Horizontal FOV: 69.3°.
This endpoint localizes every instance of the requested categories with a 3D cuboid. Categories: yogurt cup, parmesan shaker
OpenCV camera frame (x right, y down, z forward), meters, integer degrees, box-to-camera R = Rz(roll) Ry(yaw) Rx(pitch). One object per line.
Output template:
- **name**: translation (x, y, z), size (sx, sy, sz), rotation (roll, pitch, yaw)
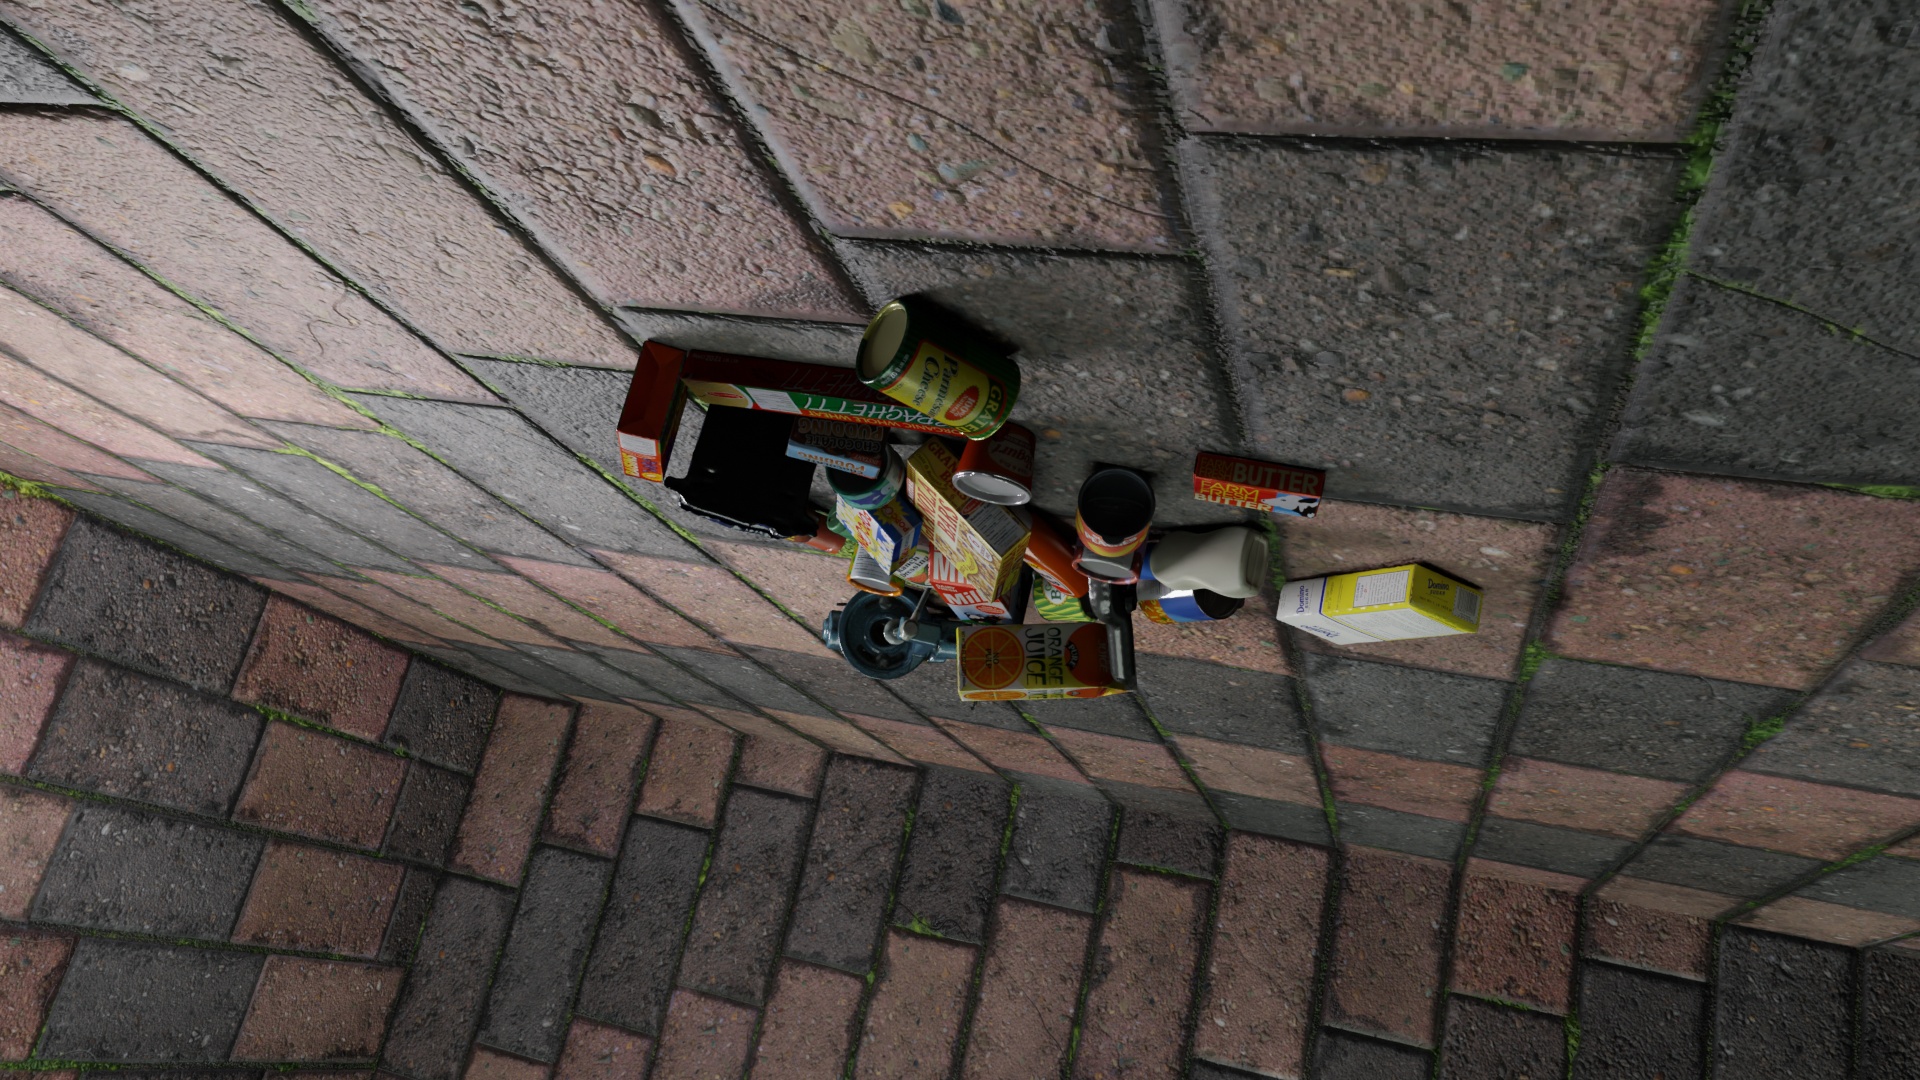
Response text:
- **yogurt cup**: translation (0.032, -0.066, 1.172), size (0.072, 0.054, 0.072), rotation (12, 163, 4)
- **parmesan shaker**: translation (-0.018, -0.121, 1.005), size (0.103, 0.071, 0.071), rotation (24, 160, -32)

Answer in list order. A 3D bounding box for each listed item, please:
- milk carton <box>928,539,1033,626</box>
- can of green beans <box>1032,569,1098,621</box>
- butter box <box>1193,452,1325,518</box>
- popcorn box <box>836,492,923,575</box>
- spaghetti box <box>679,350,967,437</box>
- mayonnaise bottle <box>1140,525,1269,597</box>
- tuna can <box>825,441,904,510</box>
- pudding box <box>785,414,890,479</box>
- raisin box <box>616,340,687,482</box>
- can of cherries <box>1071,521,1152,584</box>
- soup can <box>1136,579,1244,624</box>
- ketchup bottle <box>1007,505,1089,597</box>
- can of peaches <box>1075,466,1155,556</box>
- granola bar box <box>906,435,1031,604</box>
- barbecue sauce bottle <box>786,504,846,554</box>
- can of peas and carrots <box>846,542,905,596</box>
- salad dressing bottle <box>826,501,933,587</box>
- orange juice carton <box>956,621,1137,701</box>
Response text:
- **milk carton**: translation (0.021, 0.032, 1.468), size (0.072, 0.073, 0.190), rotation (8, 162, 18)
- **can of green beans**: translation (0.118, 0.053, 1.471), size (0.058, 0.071, 0.071), rotation (-1, 158, 39)
- **butter box**: translation (0.241, -0.045, 1.130), size (0.103, 0.024, 0.053), rotation (10, 164, 11)
- **popcorn box**: translation (-0.081, -0.021, 1.365), size (0.085, 0.038, 0.126), rotation (47, 166, 8)
- **spaghetti box**: translation (-0.108, -0.121, 1.146), size (0.250, 0.029, 0.050), rotation (9, 163, 16)
- **mayonnaise bottle**: translation (0.217, 0.019, 1.299), size (0.041, 0.065, 0.148), rotation (23, 165, -39)
- **tuna can**: translation (-0.089, -0.063, 1.253), size (0.071, 0.071, 0.032), rotation (7, 160, 21)
- **pudding box**: translation (-0.107, -0.089, 1.214), size (0.084, 0.050, 0.030), rotation (15, 161, -6)
- **raisin box**: translation (-0.268, -0.109, 1.211), size (0.040, 0.086, 0.123), rotation (14, 163, -7)
- **can of cherries**: translation (0.143, 0.005, 1.307), size (0.071, 0.058, 0.071), rotation (12, 163, 4)
- **soup can**: translation (0.227, 0.049, 1.372), size (0.071, 0.071, 0.083), rotation (23, 161, -29)
- **ketchup bottle**: translation (0.075, 0.003, 1.369), size (0.065, 0.043, 0.148), rotation (36, 177, 46)
- **can of peaches**: translation (0.133, -0.022, 1.208), size (0.071, 0.071, 0.058), rotation (12, 164, 5)
- **granola bar box**: translation (0.005, -0.016, 1.283), size (0.124, 0.039, 0.165), rotation (46, 167, 11)
- **barbecue sauce bottle**: translation (-0.194, -0.027, 1.497), size (0.148, 0.044, 0.064), rotation (22, 160, -27)
- **can of peas and carrots**: translation (-0.089, 0.026, 1.560), size (0.071, 0.059, 0.070), rotation (13, 163, 4)
- **salad dressing bottle**: translation (-0.075, 0.002, 1.489), size (0.147, 0.044, 0.064), rotation (29, 133, -31)
- **orange juice carton**: translation (0.093, 0.131, 1.504), size (0.193, 0.072, 0.073), rotation (-2, 165, 3)
